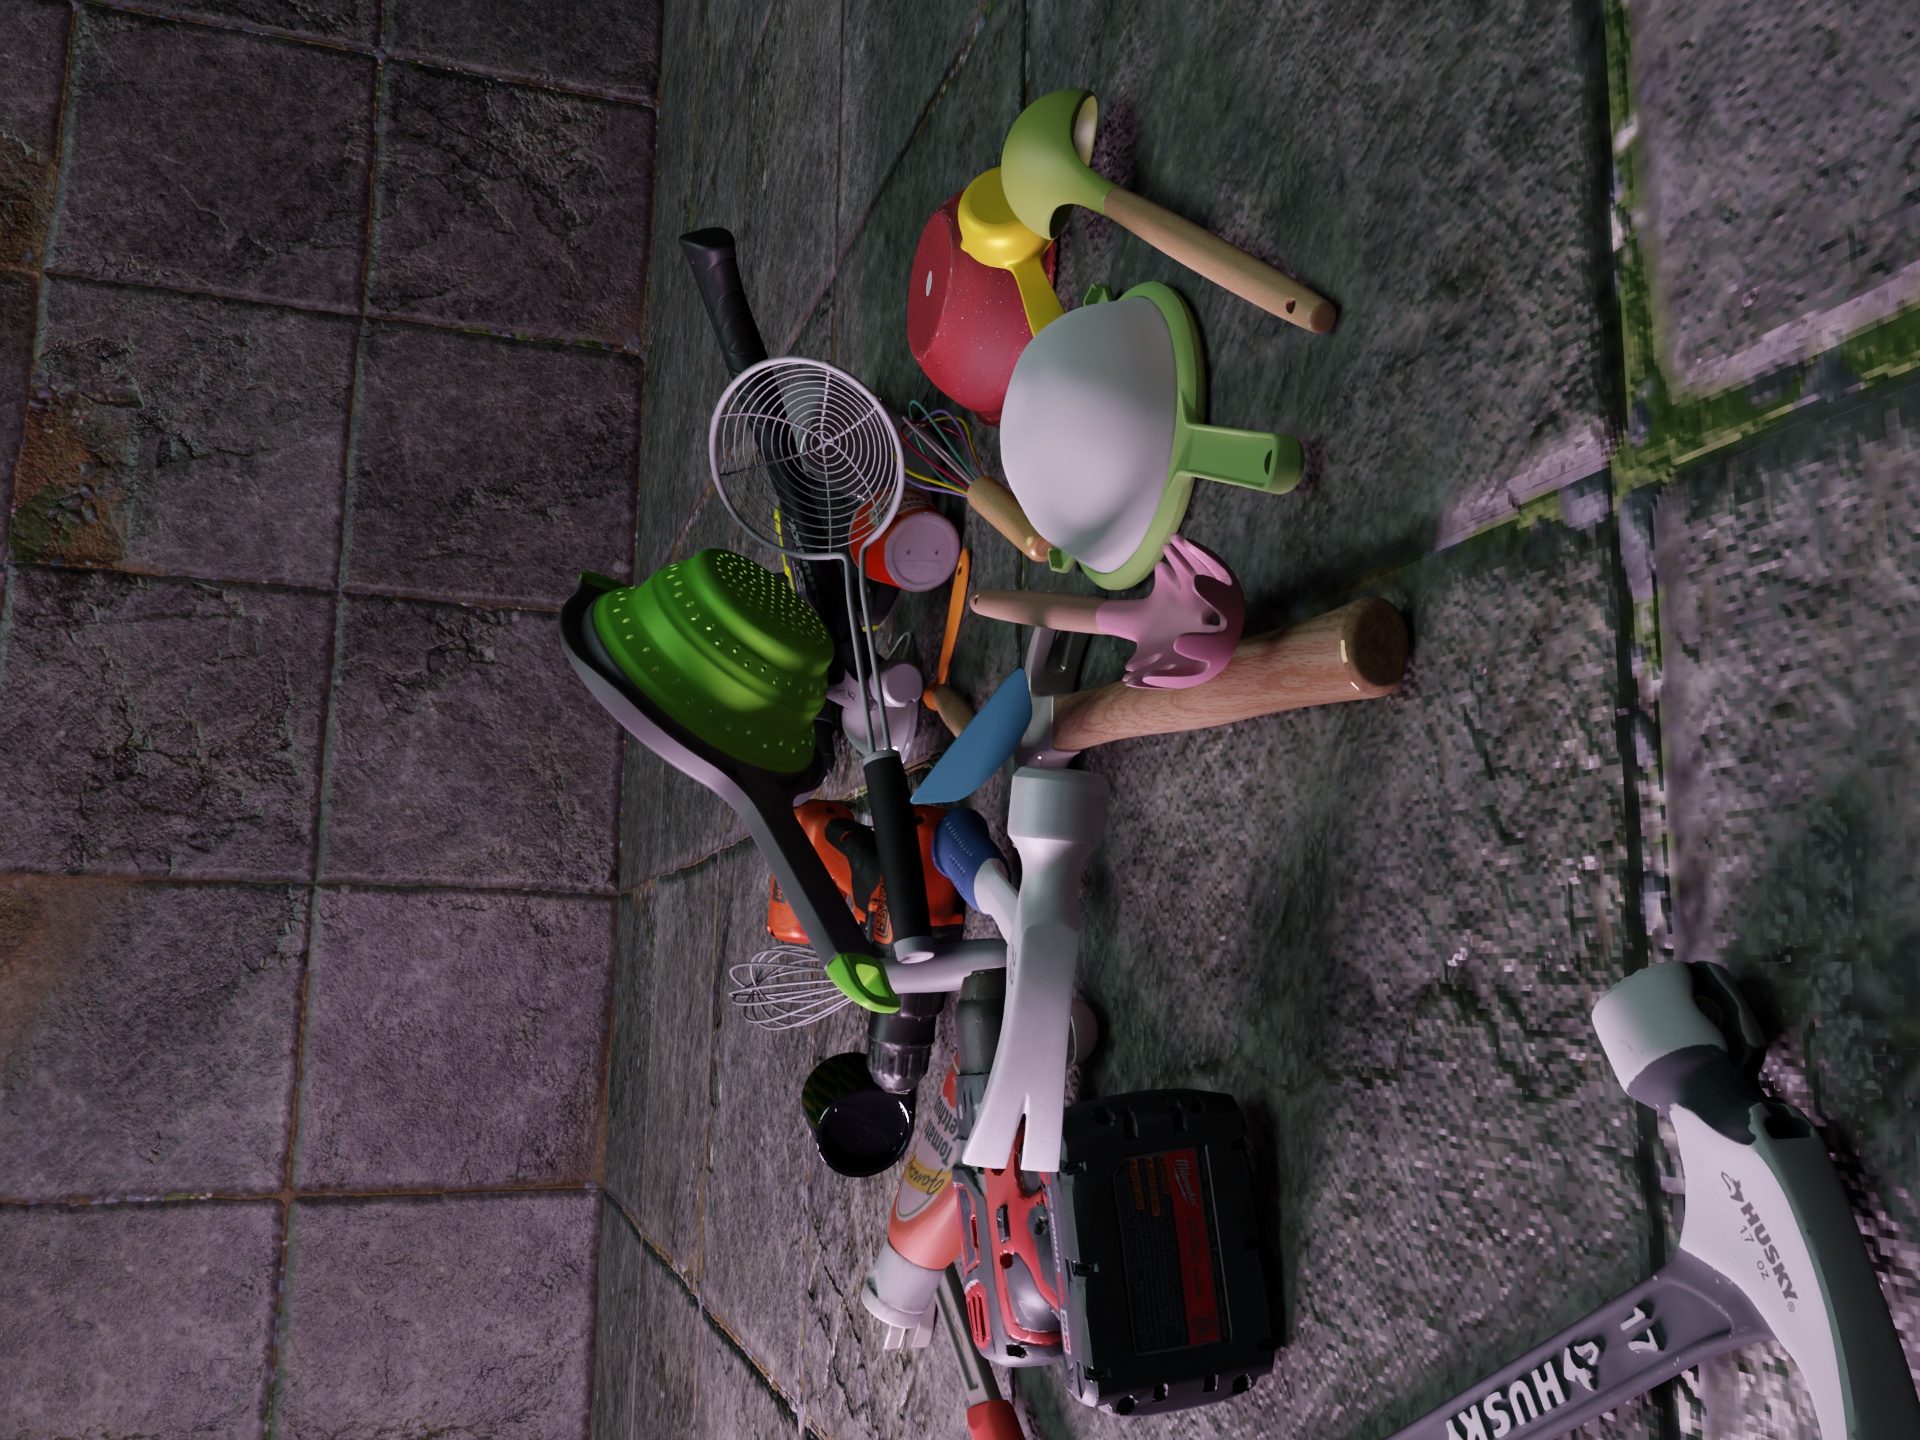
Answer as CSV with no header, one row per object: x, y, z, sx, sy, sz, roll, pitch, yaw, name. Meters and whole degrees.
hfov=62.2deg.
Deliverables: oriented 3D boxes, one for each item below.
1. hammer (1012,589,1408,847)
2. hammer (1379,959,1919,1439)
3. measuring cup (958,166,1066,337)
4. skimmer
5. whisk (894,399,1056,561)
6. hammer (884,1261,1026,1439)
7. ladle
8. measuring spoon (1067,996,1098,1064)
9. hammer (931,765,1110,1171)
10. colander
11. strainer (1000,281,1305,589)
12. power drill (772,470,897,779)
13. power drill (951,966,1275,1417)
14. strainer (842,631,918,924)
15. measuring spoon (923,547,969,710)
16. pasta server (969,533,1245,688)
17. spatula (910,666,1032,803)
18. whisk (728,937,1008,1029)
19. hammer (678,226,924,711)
0.092,-0.012,0.706,0.331,0.031,0.130,162,111,-70,hammer
0.140,0.243,0.500,0.408,0.036,0.149,113,153,-46,hammer
0.039,-0.249,0.885,0.029,0.062,0.157,60,-169,-61,measuring cup
-0.071,-0.040,0.935,0.127,0.090,0.364,-20,68,23,skimmer
0.009,-0.150,0.979,0.245,0.047,0.051,-128,33,-58,whisk
0.022,0.391,0.823,0.359,0.036,0.149,-123,40,-62,hammer
0.095,-0.235,0.748,0.320,0.062,0.078,-125,44,-53,ladle
0.050,0.151,0.832,0.124,0.018,0.034,-170,73,-78,measuring spoon
0.013,0.084,0.733,0.405,0.035,0.144,-162,79,-86,hammer
-0.113,0.007,0.988,0.094,0.204,0.398,-49,50,16,colander
0.072,-0.129,0.730,0.256,0.069,0.151,-139,55,-70,strainer
-0.117,-0.073,1.288,0.228,0.080,0.191,118,145,-56,power drill
0.047,0.200,0.709,0.226,0.080,0.188,142,123,-71,power drill
-0.063,0.064,1.152,0.087,0.050,0.258,11,101,60,strainer
-0.010,-0.060,1.056,0.021,0.011,0.116,-120,38,-59,measuring spoon
0.051,-0.051,0.725,0.316,0.040,0.060,-160,87,-72,pasta server
-0.001,-0.003,0.898,0.082,0.044,0.317,-51,10,2,spatula
-0.055,0.152,0.956,0.239,0.055,0.055,-15,69,40,whisk
-0.119,-0.166,1.071,0.146,0.035,0.334,5,117,62,hammer
